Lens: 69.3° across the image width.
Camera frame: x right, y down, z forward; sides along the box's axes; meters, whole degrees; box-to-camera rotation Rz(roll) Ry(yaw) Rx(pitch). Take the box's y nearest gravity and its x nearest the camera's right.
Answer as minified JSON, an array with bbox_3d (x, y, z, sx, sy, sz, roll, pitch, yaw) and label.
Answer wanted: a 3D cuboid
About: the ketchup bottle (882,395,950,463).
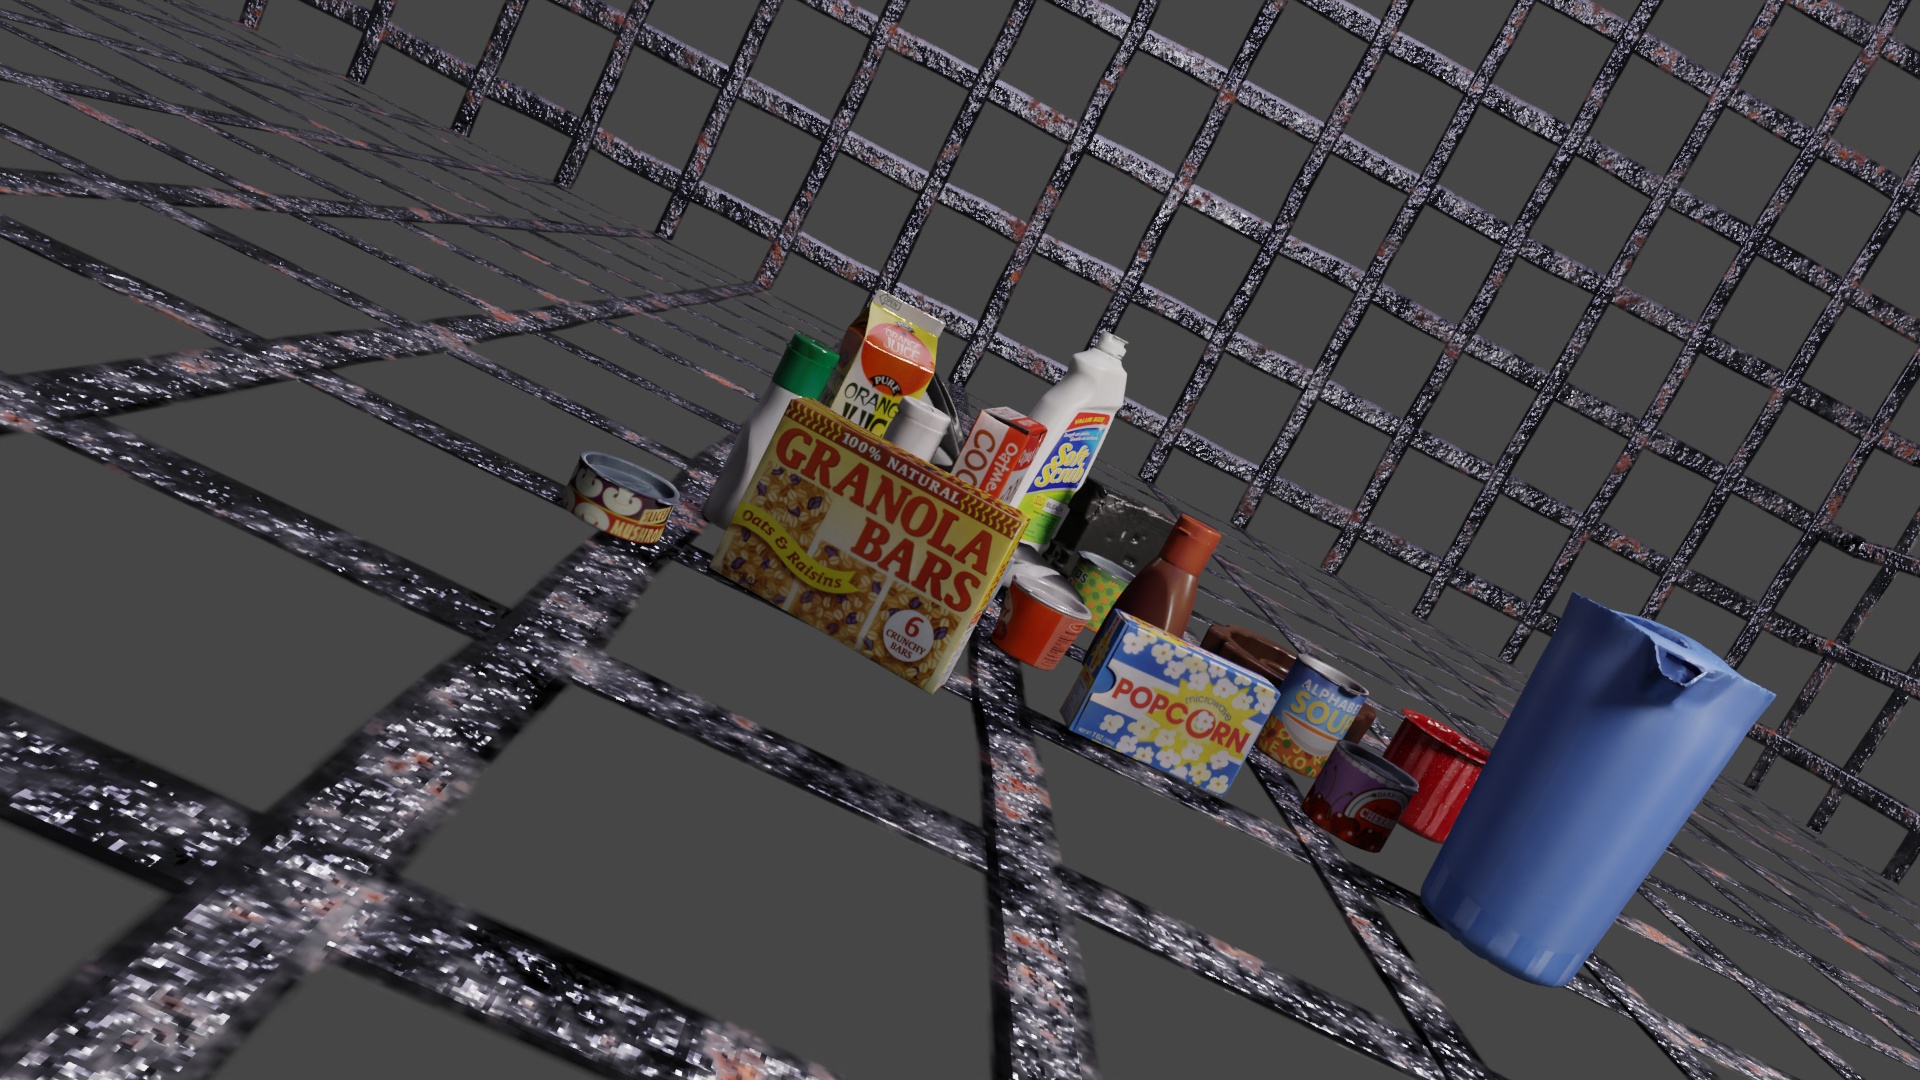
[{"bbox_3d":[-0.054,-0.024,0.939,0.043,0.148,0.065,26,9,-10],"label":"ketchup bottle"}]

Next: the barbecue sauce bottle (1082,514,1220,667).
[{"bbox_3d":[0.156,0.052,1.106,0.065,0.148,0.043,35,12,39],"label":"barbecue sauce bottle"}]

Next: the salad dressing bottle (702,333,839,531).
[{"bbox_3d":[-0.134,-0.075,0.994,0.044,0.147,0.064,23,10,-23],"label":"salad dressing bottle"}]

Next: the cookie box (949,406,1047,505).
[{"bbox_3d":[0.003,-0.012,0.978,0.040,0.167,0.123,28,9,5],"label":"cookie box"}]

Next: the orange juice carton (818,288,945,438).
[{"bbox_3d":[-0.085,-0.122,1.231,0.072,0.192,0.073,24,10,-21],"label":"orange juice carton"}]

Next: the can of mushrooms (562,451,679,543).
[{"bbox_3d":[-0.212,-0.026,0.872,0.071,0.033,0.071,26,10,-5],"label":"can of mushrooms"}]

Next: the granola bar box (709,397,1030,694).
[{"bbox_3d":[-0.057,0.002,0.874,0.166,0.124,0.039,29,9,9],"label":"granola bar box"}]

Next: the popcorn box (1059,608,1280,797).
[{"bbox_3d":[0.143,0.112,0.952,0.127,0.085,0.038,25,10,-14],"label":"popcorn box"}]

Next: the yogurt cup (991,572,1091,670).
[{"bbox_3d":[0.059,0.064,1.066,0.072,0.054,0.072,26,10,-5],"label":"yogurt cup"}]

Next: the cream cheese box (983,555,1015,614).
[{"bbox_3d":[-0.013,0.016,1.121,0.104,0.053,0.024,23,10,-22],"label":"cream cheese box"}]

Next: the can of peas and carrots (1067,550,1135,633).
[{"bbox_3d":[0.128,0.050,1.304,0.071,0.058,0.071,26,10,-5],"label":"can of peas and carrots"}]

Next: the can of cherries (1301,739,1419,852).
[{"bbox_3d":[0.297,0.190,1.029,0.071,0.058,0.071,26,10,-5],"label":"can of cherries"}]

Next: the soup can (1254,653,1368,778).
[{"bbox_3d":[0.293,0.148,1.162,0.071,0.083,0.071,26,10,-5],"label":"soup can"}]
